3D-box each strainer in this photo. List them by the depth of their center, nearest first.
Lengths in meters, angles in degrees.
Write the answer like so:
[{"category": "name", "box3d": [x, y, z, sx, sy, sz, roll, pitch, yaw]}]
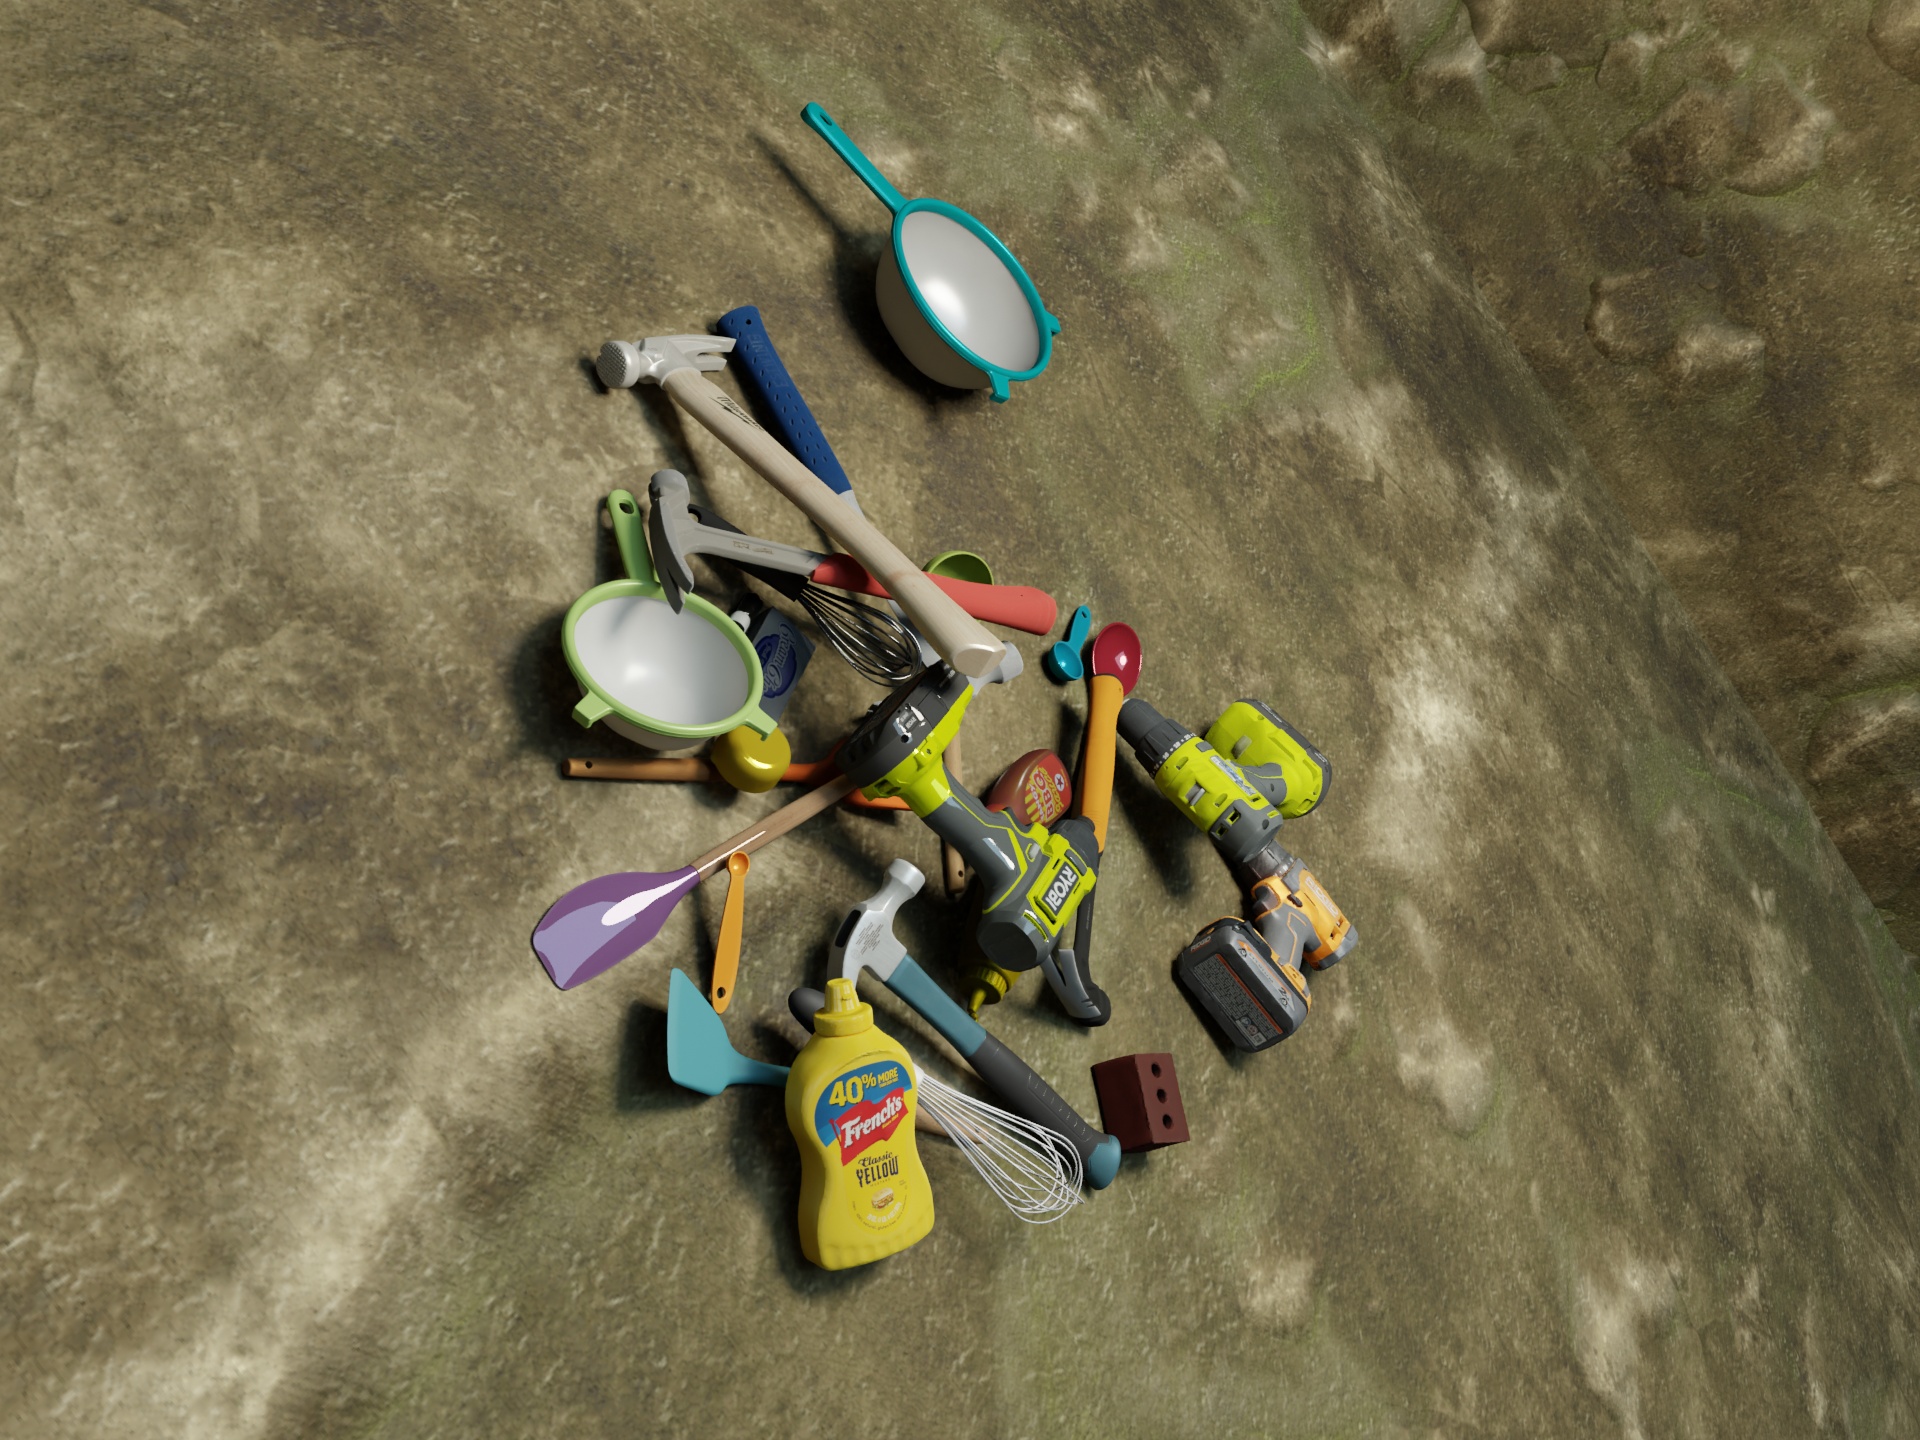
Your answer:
[{"category": "strainer", "box3d": [-0.242, -0.068, 1.198, 0.151, 0.069, 0.257, 5, 46, -32]}, {"category": "strainer", "box3d": [-0.056, -0.455, 1.586, 0.340, 0.095, 0.211, 46, 39, -13]}]

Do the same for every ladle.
[{"category": "ladle", "box3d": [-0.002, -0.004, 1.400, 0.078, 0.062, 0.320, 17, 58, -35]}, {"category": "ladle", "box3d": [0.130, 0.029, 1.536, 0.069, 0.031, 0.316, 41, 45, -28]}]

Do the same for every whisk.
[{"category": "whisk", "box3d": [-0.015, 0.281, 1.175, 0.284, 0.070, 0.070, 39, 44, -17]}, {"category": "whisk", "box3d": [-0.134, -0.105, 1.307, 0.239, 0.055, 0.055, 34, 44, -5]}]

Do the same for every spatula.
[{"category": "spatula", "box3d": [-0.091, 0.265, 1.155, 0.317, 0.044, 0.082, 26, 42, -35]}, {"category": "spatula", "box3d": [-0.178, 0.099, 1.163, 0.316, 0.018, 0.060, -30, 91, -42]}, {"category": "spatula", "box3d": [-0.156, 0.036, 1.228, 0.322, 0.041, 0.081, 3, 71, -43]}]

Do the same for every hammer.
[{"category": "hammer", "box3d": [0.020, 0.261, 1.252, 0.330, 0.033, 0.128, 47, 69, -23]}, {"category": "hammer", "box3d": [-0.112, -0.181, 1.286, 0.411, 0.038, 0.146, 43, 34, 17]}, {"category": "hammer", "box3d": [-0.076, -0.111, 1.289, 0.358, 0.036, 0.149, 11, 39, -29]}, {"category": "hammer", "box3d": [-0.105, -0.185, 1.393, 0.144, 0.035, 0.405, -27, 81, -22]}, {"category": "hammer", "box3d": [0.115, 0.095, 1.425, 0.127, 0.034, 0.337, 59, 32, -49]}]

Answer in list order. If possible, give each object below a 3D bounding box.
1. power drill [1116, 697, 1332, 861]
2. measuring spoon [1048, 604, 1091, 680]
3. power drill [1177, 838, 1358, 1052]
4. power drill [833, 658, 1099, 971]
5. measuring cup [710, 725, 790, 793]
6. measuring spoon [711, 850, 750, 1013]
[{"category": "power drill", "box3d": [0.262, 0.042, 1.583, 0.191, 0.080, 0.228, 46, 27, 20]}, {"category": "measuring spoon", "box3d": [0.110, -0.078, 1.592, 0.042, 0.021, 0.129, 47, 33, -16]}, {"category": "power drill", "box3d": [0.291, 0.197, 1.560, 0.185, 0.084, 0.226, 51, 36, 1]}, {"category": "power drill", "box3d": [0.018, 0.068, 1.272, 0.223, 0.080, 0.171, 50, 39, -9]}, {"category": "measuring cup", "box3d": [-0.166, -0.019, 1.219, 0.062, 0.029, 0.157, 6, 58, -35]}, {"category": "measuring spoon", "box3d": [-0.168, 0.152, 1.146, 0.021, 0.011, 0.117, 15, 78, -45]}]
